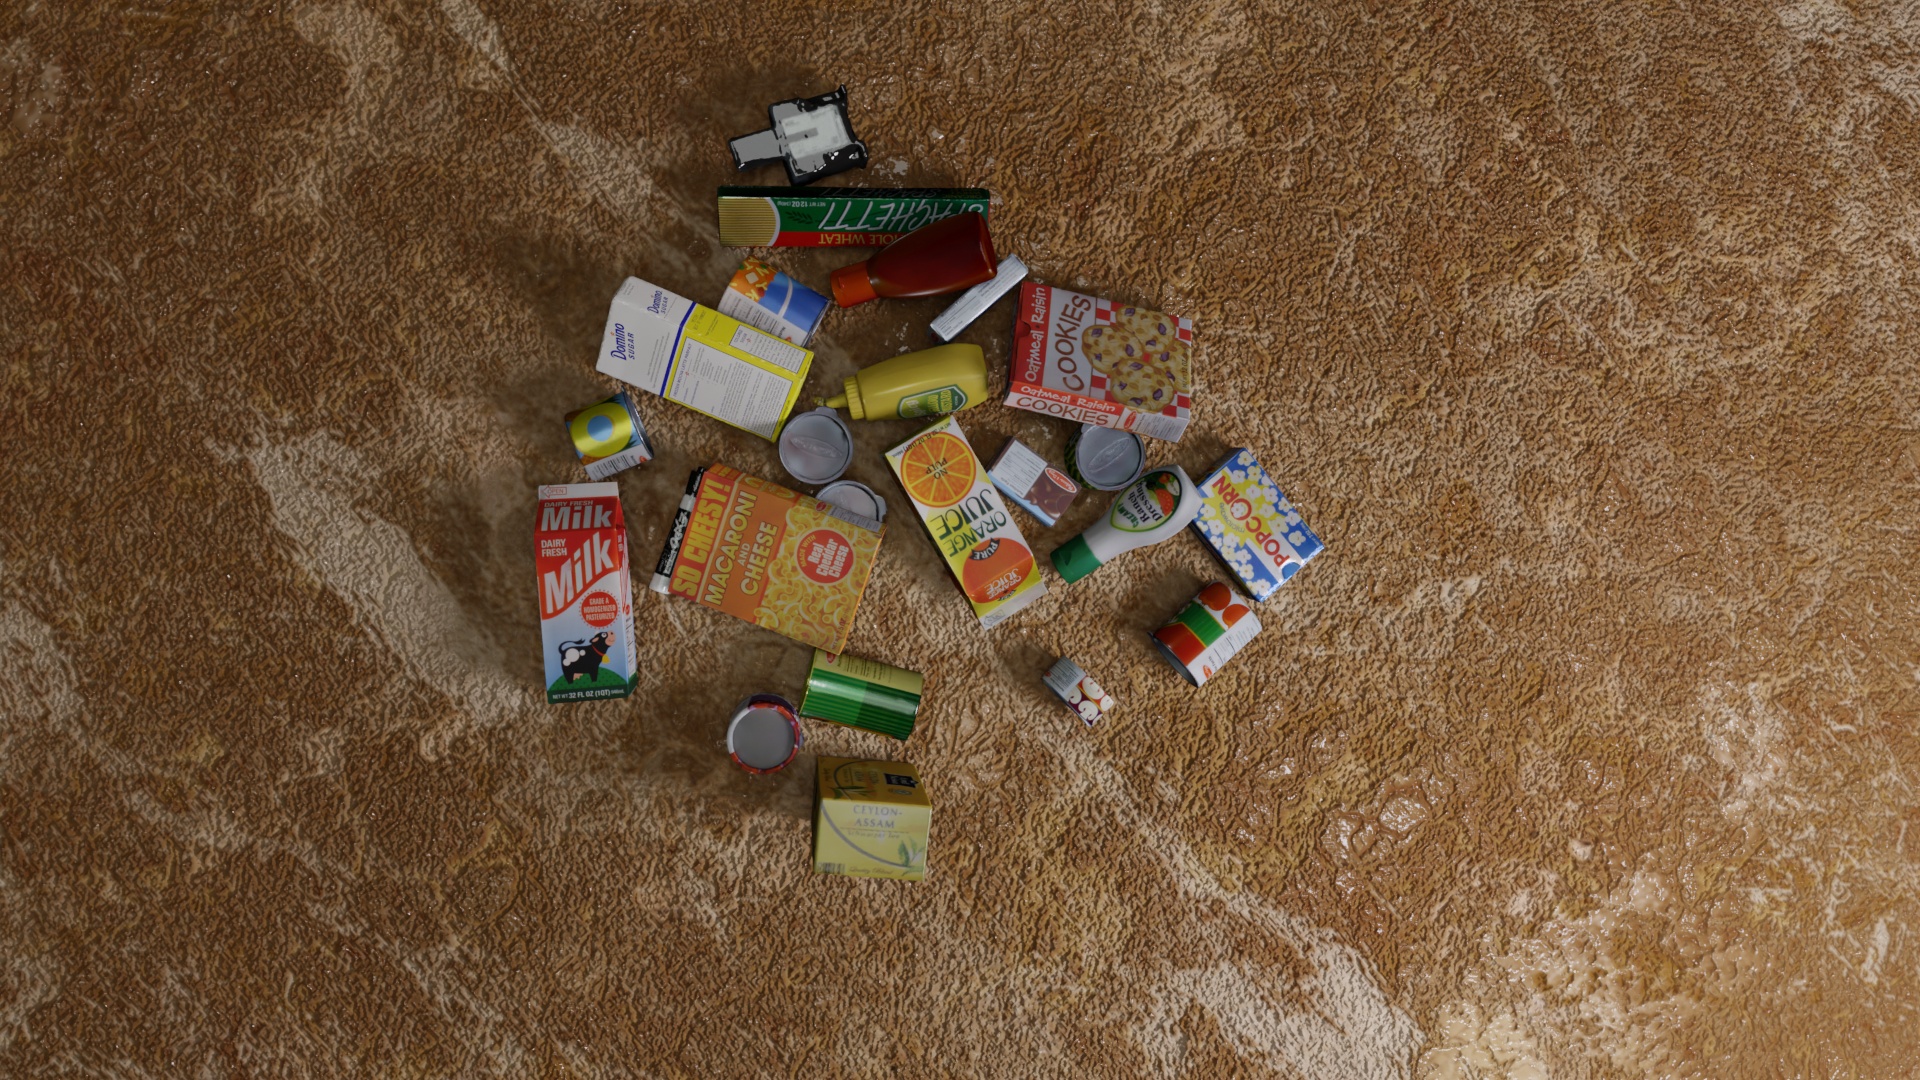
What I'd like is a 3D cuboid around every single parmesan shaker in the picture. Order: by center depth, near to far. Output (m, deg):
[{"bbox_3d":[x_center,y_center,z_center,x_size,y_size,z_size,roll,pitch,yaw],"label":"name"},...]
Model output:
[{"bbox_3d":[-0.092,0.142,1.275,0.103,0.071,0.071,15,90,-8],"label":"parmesan shaker"}]

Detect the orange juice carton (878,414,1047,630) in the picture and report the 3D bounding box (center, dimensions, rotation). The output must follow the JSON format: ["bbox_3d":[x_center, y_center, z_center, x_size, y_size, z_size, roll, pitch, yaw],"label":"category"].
[{"bbox_3d":[0.005,-0.016,1.281,0.072,0.073,0.192,-31,96,-5],"label":"orange juice carton"}]

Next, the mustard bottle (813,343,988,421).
[{"bbox_3d":[-0.055,-0.139,1.275,0.160,0.065,0.049,-12,64,-2],"label":"mustard bottle"}]

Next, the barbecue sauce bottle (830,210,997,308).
[{"bbox_3d":[-0.044,-0.248,1.260,0.148,0.044,0.065,-14,84,14],"label":"barbecue sauce bottle"}]

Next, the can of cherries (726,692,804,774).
[{"bbox_3d":[-0.177,0.177,1.271,0.071,0.058,0.071,0,92,-7],"label":"can of cherries"}]

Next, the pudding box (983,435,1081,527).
[{"bbox_3d":[0.066,-0.055,1.309,0.083,0.030,0.049,36,86,-7],"label":"pudding box"}]

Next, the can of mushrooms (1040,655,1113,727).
[{"bbox_3d":[0.111,0.143,1.304,0.071,0.071,0.033,45,86,-7],"label":"can of mushrooms"}]

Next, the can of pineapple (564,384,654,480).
[{"bbox_3d":[-0.314,-0.095,1.242,0.058,0.071,0.071,-22,95,-5],"label":"can of pineapple"}]

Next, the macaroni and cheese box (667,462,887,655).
[{"bbox_3d":[-0.165,0.017,1.255,0.166,0.040,0.123,20,106,-1],"label":"macaroni and cheese box"}]

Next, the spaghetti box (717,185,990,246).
[{"bbox_3d":[-0.096,-0.296,1.271,0.250,0.029,0.049,-1,127,-7],"label":"spaghetti box"}]

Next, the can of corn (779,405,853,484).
[{"bbox_3d":[-0.131,-0.087,1.269,0.071,0.058,0.071,0,92,-7],"label":"can of corn"}]

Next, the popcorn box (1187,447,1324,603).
[{"bbox_3d":[0.274,-0.016,1.333,0.085,0.038,0.126,-41,96,-5],"label":"popcorn box"}]

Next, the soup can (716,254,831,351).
[{"bbox_3d":[-0.168,-0.212,1.258,0.084,0.071,0.071,30,88,-7],"label":"soup can"}]

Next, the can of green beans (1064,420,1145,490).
[{"bbox_3d":[0.134,-0.080,1.303,0.071,0.058,0.071,0,92,-7],"label":"can of green beans"}]

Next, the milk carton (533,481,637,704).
[{"bbox_3d":[-0.335,0.044,1.240,0.072,0.073,0.190,-3,92,-7],"label":"milk carton"}]

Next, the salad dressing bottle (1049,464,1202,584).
[{"bbox_3d":[0.153,-0.013,1.298,0.147,0.044,0.064,-35,62,12],"label":"salad dressing bottle"}]

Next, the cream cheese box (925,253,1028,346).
[{"bbox_3d":[0.015,-0.221,1.286,0.104,0.053,0.024,-41,95,-4],"label":"cream cheese box"}]

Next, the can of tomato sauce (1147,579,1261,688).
[{"bbox_3d":[0.232,0.087,1.318,0.083,0.071,0.071,-41,96,-5],"label":"can of tomato sauce"}]

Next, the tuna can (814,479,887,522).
[{"bbox_3d":[-0.104,-0.024,1.287,0.071,0.033,0.071,0,92,-7],"label":"tuna can"}]

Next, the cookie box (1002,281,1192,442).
[{"bbox_3d":[0.128,-0.166,1.279,0.167,0.040,0.123,12,57,-7],"label":"cookie box"}]
